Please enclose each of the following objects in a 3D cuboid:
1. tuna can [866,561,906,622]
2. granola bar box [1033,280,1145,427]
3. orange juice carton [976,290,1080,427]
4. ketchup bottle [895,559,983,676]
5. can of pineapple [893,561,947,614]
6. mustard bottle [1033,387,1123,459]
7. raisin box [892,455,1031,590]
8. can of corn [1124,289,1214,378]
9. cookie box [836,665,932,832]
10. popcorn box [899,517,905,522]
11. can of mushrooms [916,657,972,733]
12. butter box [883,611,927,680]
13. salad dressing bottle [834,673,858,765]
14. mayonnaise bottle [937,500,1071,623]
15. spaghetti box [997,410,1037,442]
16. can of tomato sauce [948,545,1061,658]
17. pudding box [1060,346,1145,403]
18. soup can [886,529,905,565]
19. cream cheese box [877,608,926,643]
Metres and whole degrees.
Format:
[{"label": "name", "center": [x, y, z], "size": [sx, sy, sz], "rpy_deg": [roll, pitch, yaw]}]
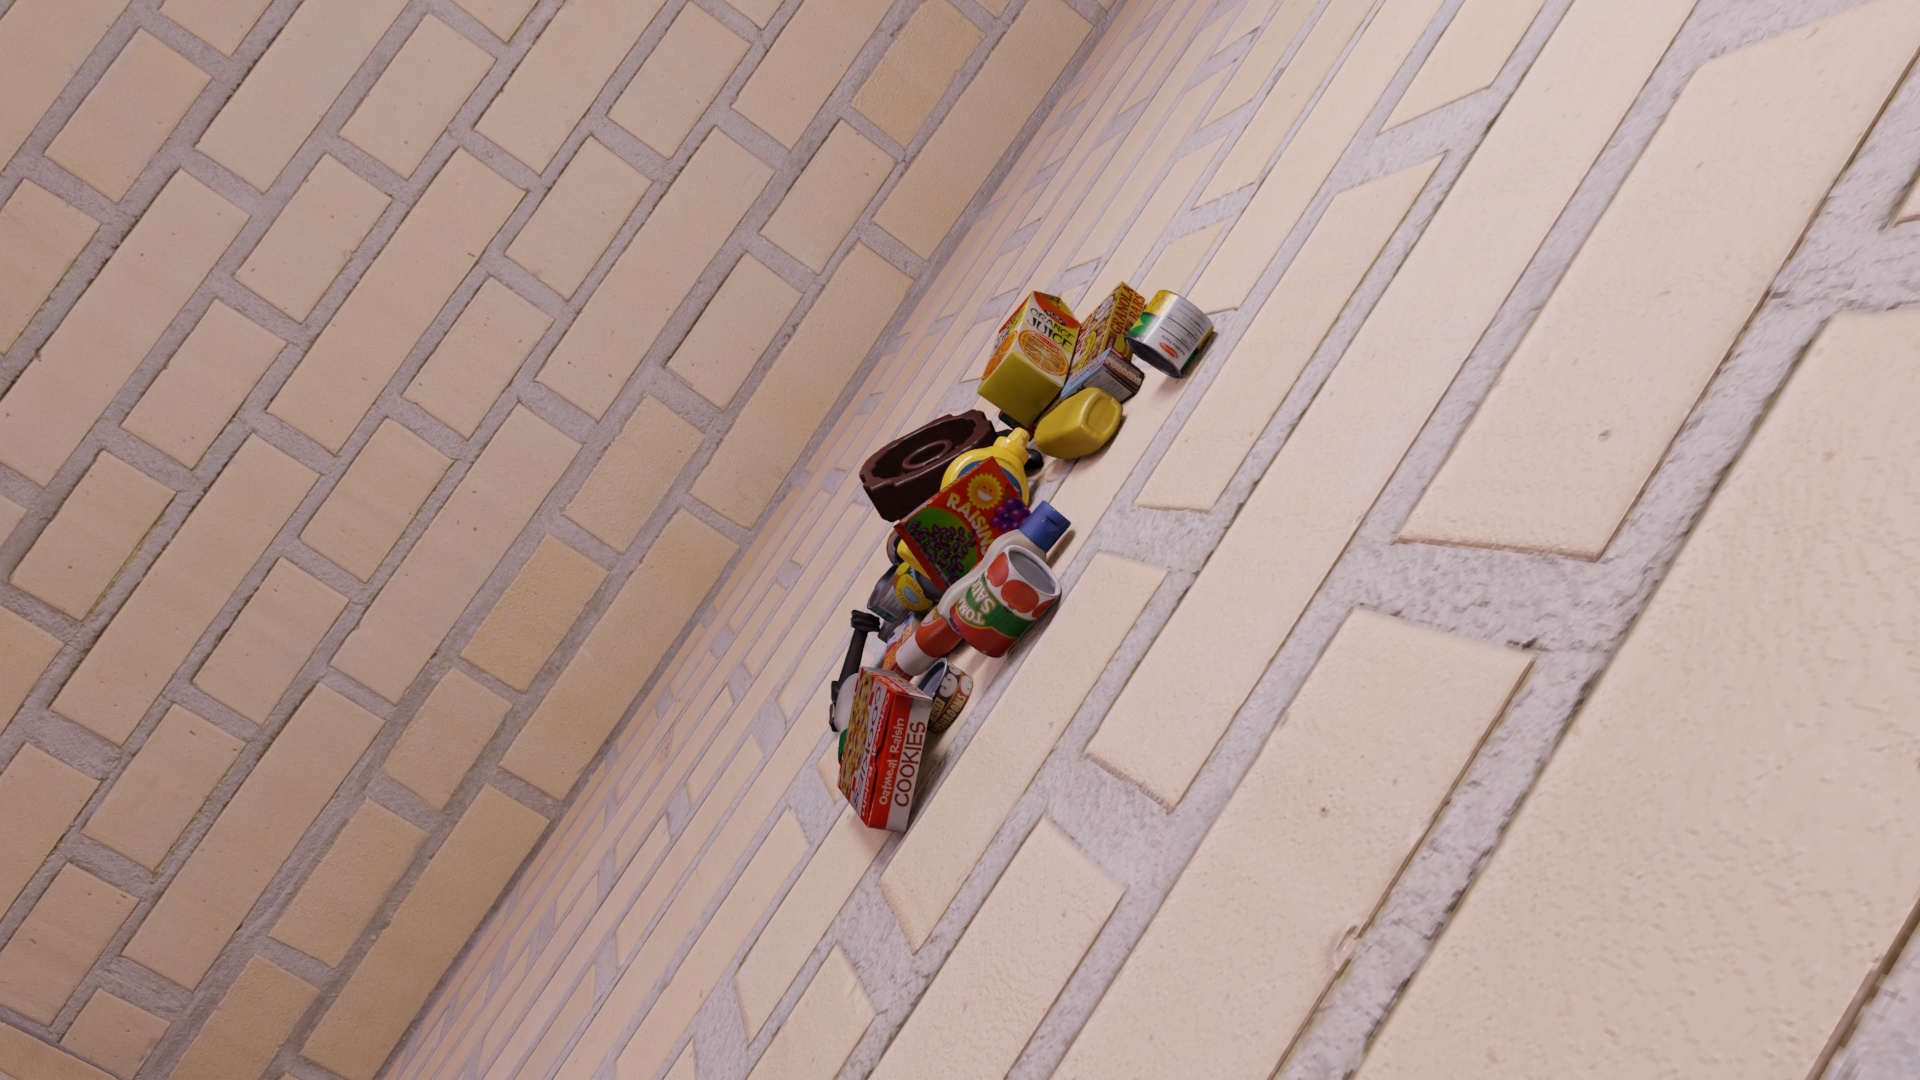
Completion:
[{"label": "tuna can", "center": [-0.078, 0.061, 1.617], "size": [0.071, 0.033, 0.071], "rpy_deg": [-50, 15, 19]}, {"label": "granola bar box", "center": [0.148, -0.204, 1.579], "size": [0.123, 0.039, 0.166], "rpy_deg": [-44, 17, 41]}, {"label": "orange juice carton", "center": [0.083, -0.221, 1.599], "size": [0.071, 0.073, 0.194], "rpy_deg": [-48, 15, 36]}, {"label": "ketchup bottle", "center": [-0.011, 0.084, 1.419], "size": [0.148, 0.043, 0.065], "rpy_deg": [-46, 12, 33]}, {"label": "can of pineapple", "center": [-0.036, 0.044, 1.548], "size": [0.057, 0.071, 0.071], "rpy_deg": [-37, 22, 55]}, {"label": "mustard bottle", "center": [0.115, -0.117, 1.462], "size": [0.065, 0.049, 0.160], "rpy_deg": [-59, 13, -15]}, {"label": "raisin box", "center": [0.005, -0.018, 1.444], "size": [0.124, 0.086, 0.040], "rpy_deg": [-37, 6, -17]}, {"label": "can of corn", "center": [0.199, -0.198, 1.332], "size": [0.058, 0.071, 0.071], "rpy_deg": [-55, 13, -1]}, {"label": "cookie box", "center": [-0.074, 0.190, 1.296], "size": [0.167, 0.040, 0.123], "rpy_deg": [-169, 90, -75]}, {"label": "popcorn box", "center": [-0.023, -0.062, 1.702], "size": [0.085, 0.038, 0.127], "rpy_deg": [-15, 17, 20]}, {"label": "can of mushrooms", "center": [-0.020, 0.149, 1.317], "size": [0.071, 0.033, 0.071], "rpy_deg": [-50, 14, 17]}, {"label": "butter box", "center": [-0.060, 0.120, 1.542], "size": [0.053, 0.024, 0.104], "rpy_deg": [-49, 15, 20]}, {"label": "salad dressing bottle", "center": [-0.110, 0.196, 1.491], "size": [0.064, 0.044, 0.148], "rpy_deg": [-49, 16, 17]}, {"label": "mayonnaise bottle", "center": [0.045, 0.029, 1.327], "size": [0.148, 0.065, 0.041], "rpy_deg": [-50, 10, 3]}, {"label": "spaghetti box", "center": [0.098, -0.201, 1.682], "size": [0.028, 0.050, 0.251], "rpy_deg": [-46, 12, 35]}, {"label": "can of tomato sauce", "center": [0.039, 0.054, 1.262], "size": [0.082, 0.071, 0.071], "rpy_deg": [-49, 15, 23]}, {"label": "pudding box", "center": [0.148, -0.163, 1.457], "size": [0.083, 0.049, 0.030], "rpy_deg": [-35, 22, 55]}, {"label": "soup can", "center": [-0.055, 0.012, 1.685], "size": [0.071, 0.071, 0.084], "rpy_deg": [-55, 13, -1]}, {"label": "cream cheese box", "center": [-0.057, 0.077, 1.632], "size": [0.103, 0.024, 0.054], "rpy_deg": [-43, 17, 39]}]
